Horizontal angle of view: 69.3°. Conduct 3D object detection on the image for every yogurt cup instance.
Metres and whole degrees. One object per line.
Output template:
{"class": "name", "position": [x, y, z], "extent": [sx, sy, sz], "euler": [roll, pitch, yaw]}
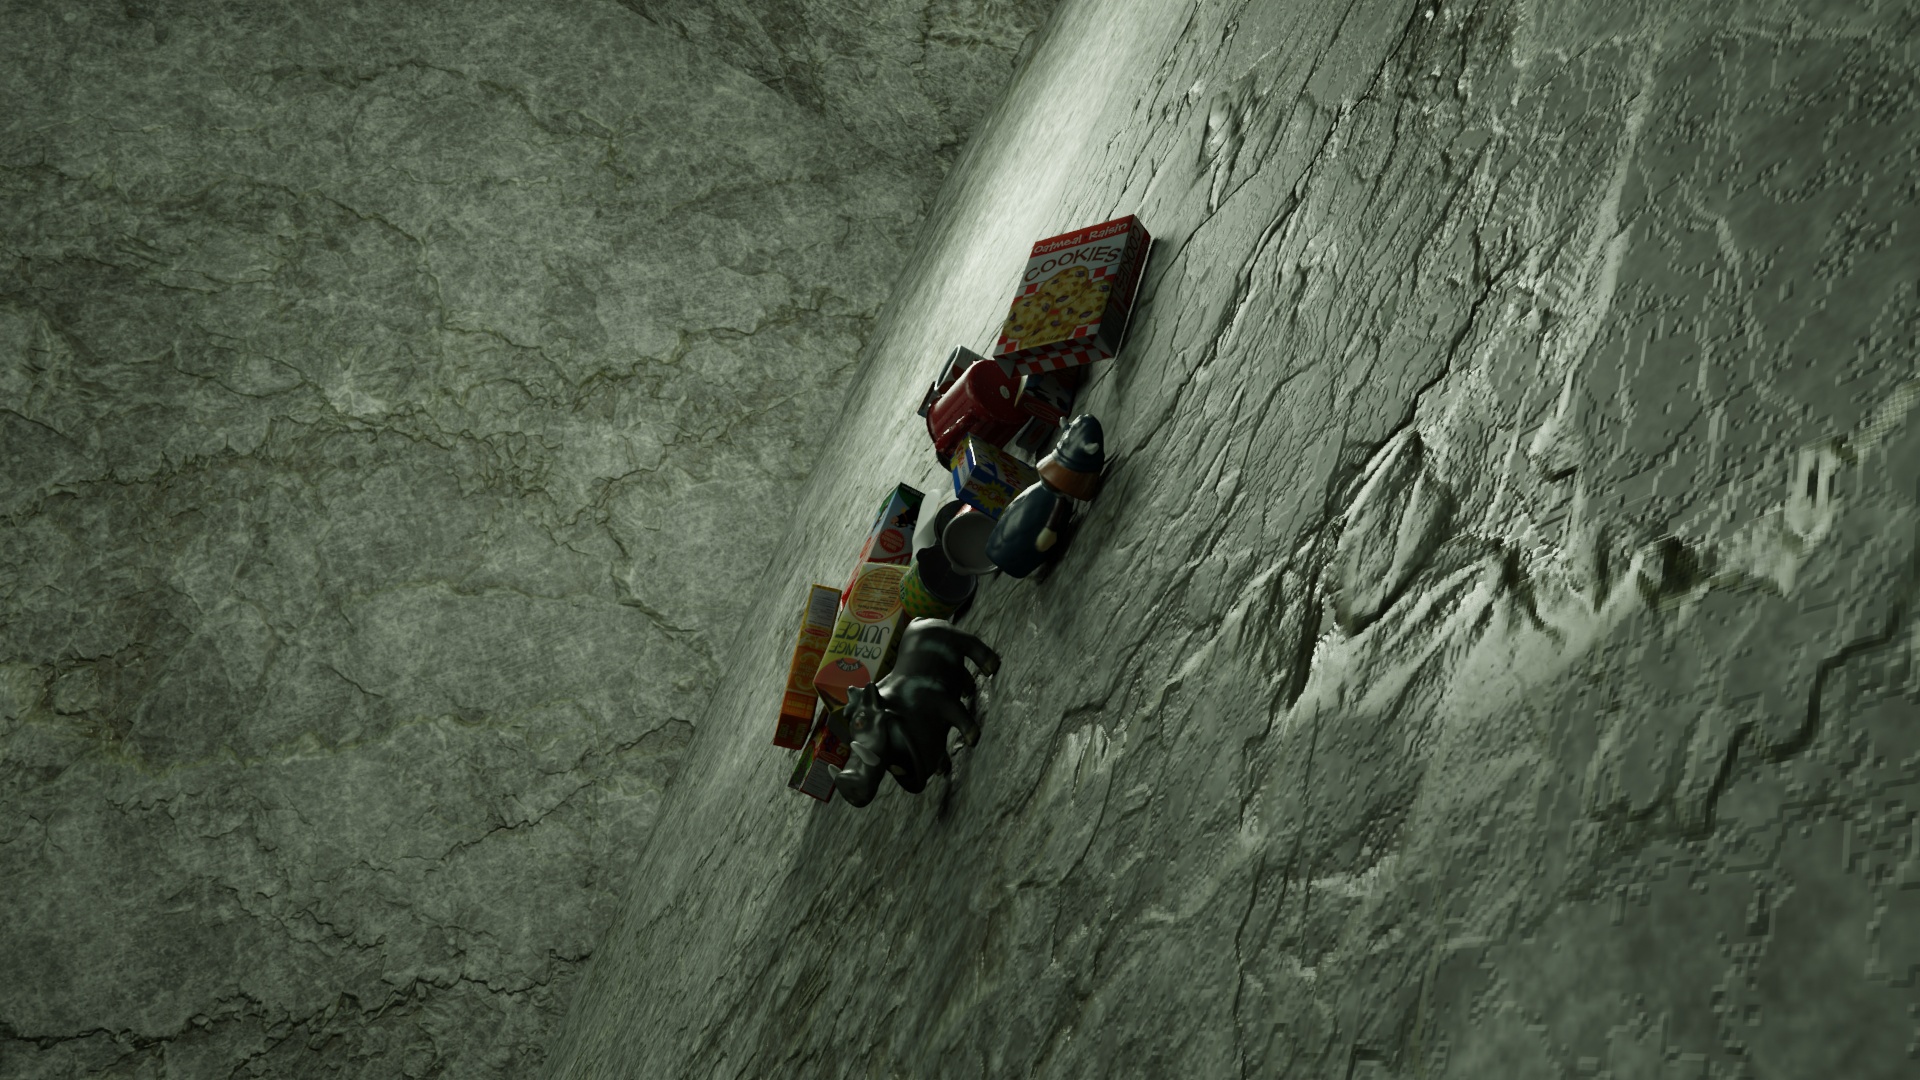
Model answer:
{"class": "yogurt cup", "position": [0.020, -0.007, 1.359], "extent": [0.072, 0.072, 0.054], "euler": [-58, 5, 26]}

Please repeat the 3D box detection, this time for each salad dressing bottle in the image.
{"class": "salad dressing bottle", "position": [-0.033, 0.004, 1.609], "extent": [0.064, 0.044, 0.148], "euler": [-50, 19, 42]}

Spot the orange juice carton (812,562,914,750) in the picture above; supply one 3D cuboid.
{"class": "orange juice carton", "position": [-0.091, 0.124, 1.459], "extent": [0.073, 0.071, 0.193], "euler": [5, 60, 29]}

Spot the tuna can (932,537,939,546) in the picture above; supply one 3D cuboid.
{"class": "tuna can", "position": [-0.007, 0.006, 1.514], "extent": [0.070, 0.033, 0.071], "euler": [-59, 13, 22]}

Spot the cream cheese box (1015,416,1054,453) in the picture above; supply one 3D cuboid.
{"class": "cream cheese box", "position": [0.086, -0.144, 1.459], "extent": [0.053, 0.024, 0.104], "euler": [-51, 17, 43]}

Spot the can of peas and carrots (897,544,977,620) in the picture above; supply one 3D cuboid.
{"class": "can of peas and carrots", "position": [-0.026, 0.044, 1.420], "extent": [0.058, 0.071, 0.071], "euler": [-49, 19, 52]}

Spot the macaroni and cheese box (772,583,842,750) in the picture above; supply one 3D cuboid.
{"class": "macaroni and cheese box", "position": [-0.182, 0.152, 1.658], "extent": [0.123, 0.040, 0.167], "euler": [115, 167, -61]}

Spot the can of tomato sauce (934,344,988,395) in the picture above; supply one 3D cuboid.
{"class": "can of tomato sauce", "position": [0.018, -0.192, 1.710], "extent": [0.071, 0.083, 0.071], "euler": [-58, 13, 22]}

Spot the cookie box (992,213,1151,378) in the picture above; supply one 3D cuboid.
{"class": "cookie box", "position": [0.113, -0.244, 1.391], "extent": [0.123, 0.040, 0.168], "euler": [-7, 49, 36]}

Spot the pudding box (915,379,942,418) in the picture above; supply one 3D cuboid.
{"class": "pudding box", "position": [-0.009, -0.165, 1.770], "extent": [0.049, 0.084, 0.030], "euler": [-63, 9, 6]}

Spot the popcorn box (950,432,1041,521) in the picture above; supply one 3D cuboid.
{"class": "popcorn box", "position": [0.037, -0.054, 1.329], "extent": [0.038, 0.085, 0.127], "euler": [-59, 12, 15]}

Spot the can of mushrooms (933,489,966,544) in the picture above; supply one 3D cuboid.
{"class": "can of mushrooms", "position": [0.005, -0.018, 1.434], "extent": [0.070, 0.071, 0.033], "euler": [-58, 12, 25]}

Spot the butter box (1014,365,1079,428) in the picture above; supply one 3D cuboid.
{"class": "butter box", "position": [0.090, -0.164, 1.418], "extent": [0.024, 0.053, 0.104], "euler": [-56, 13, 44]}

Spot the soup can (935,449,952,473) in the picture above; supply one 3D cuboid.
{"class": "soup can", "position": [0.012, -0.129, 1.634], "extent": [0.071, 0.071, 0.084], "euler": [-50, 18, 49]}

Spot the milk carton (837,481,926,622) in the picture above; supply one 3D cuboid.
{"class": "milk carton", "position": [-0.086, 0.032, 1.700], "extent": [0.073, 0.072, 0.191], "euler": [-42, 24, 61]}

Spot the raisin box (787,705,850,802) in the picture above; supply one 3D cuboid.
{"class": "raisin box", "position": [-0.155, 0.240, 1.626], "extent": [0.123, 0.040, 0.086], "euler": [-65, 11, -13]}
